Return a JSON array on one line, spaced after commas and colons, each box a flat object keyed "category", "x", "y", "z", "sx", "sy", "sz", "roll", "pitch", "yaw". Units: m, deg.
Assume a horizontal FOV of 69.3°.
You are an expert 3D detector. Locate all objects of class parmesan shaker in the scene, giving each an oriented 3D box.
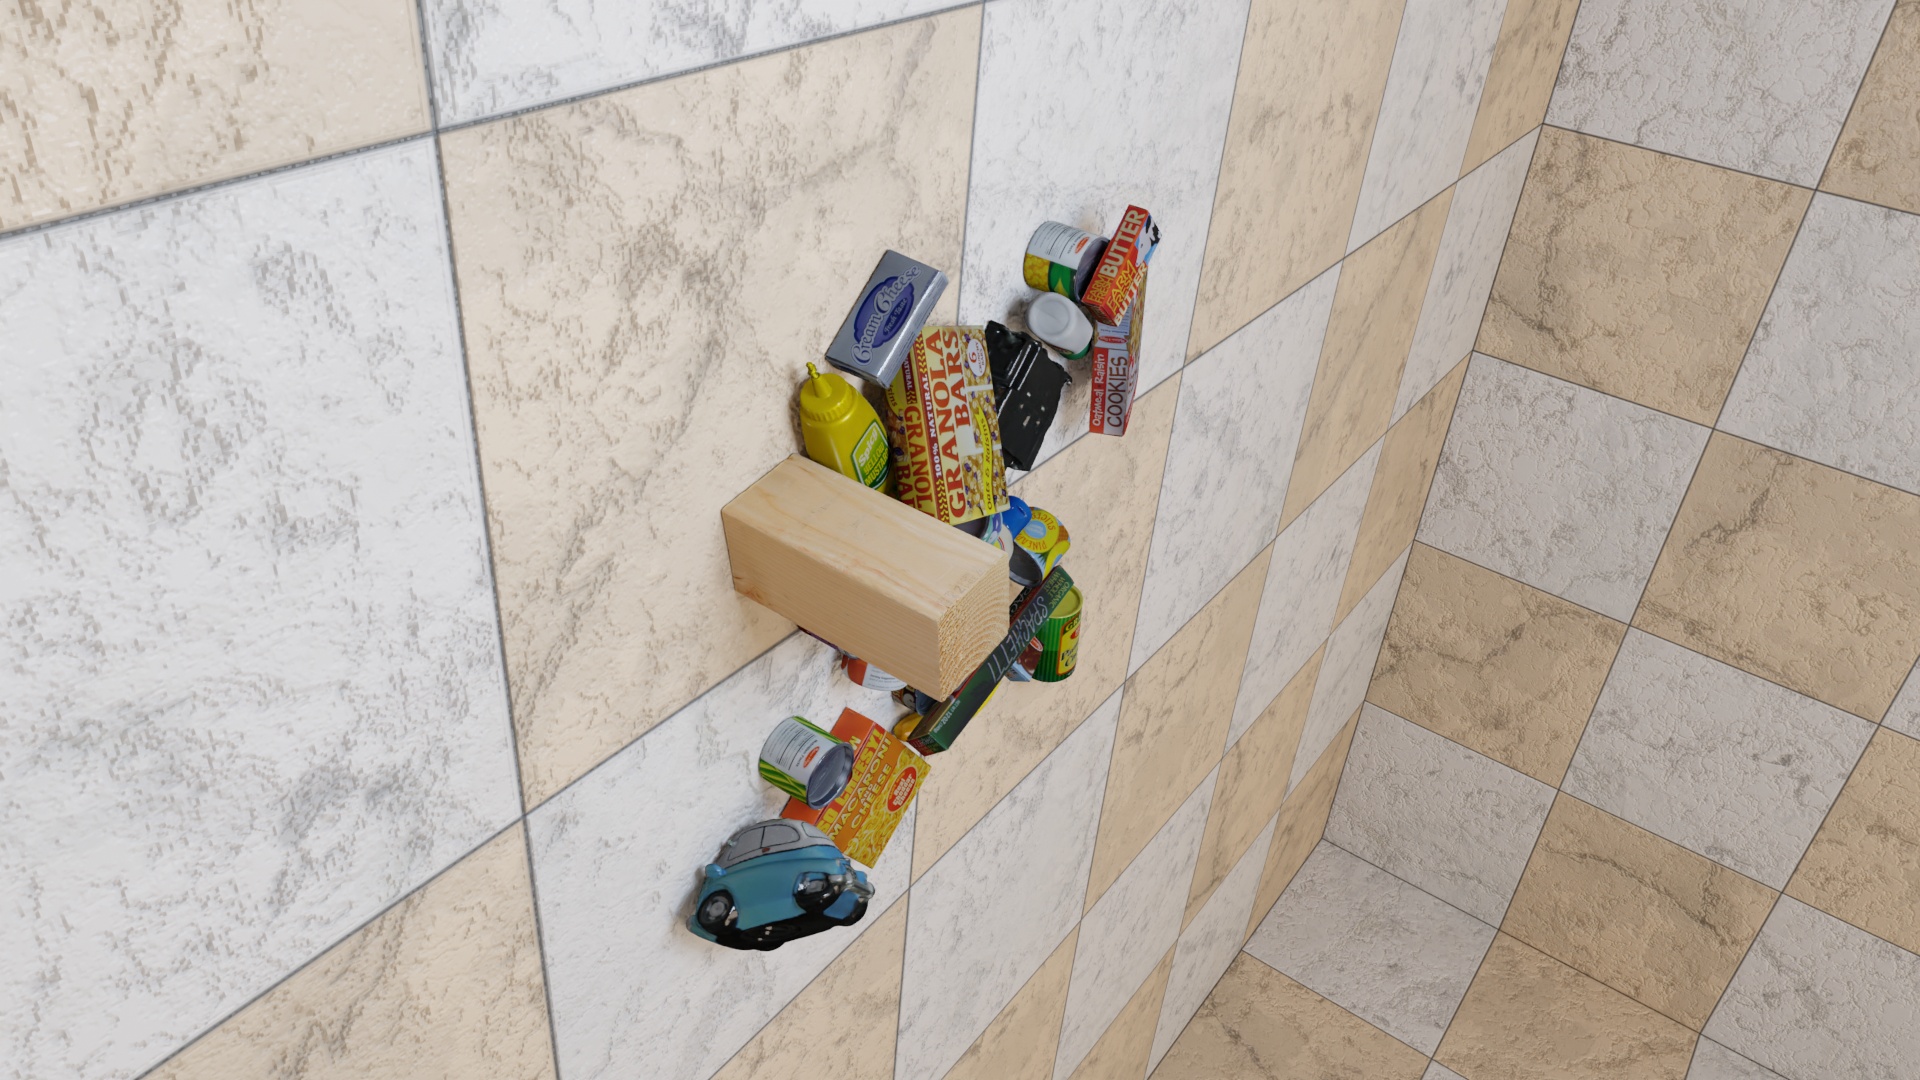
[{"category": "parmesan shaker", "x": 0.105, "y": 0.103, "z": 1.595, "sx": 0.072, "sy": 0.071, "sz": 0.102, "roll": -40, "pitch": 144, "yaw": -40}]

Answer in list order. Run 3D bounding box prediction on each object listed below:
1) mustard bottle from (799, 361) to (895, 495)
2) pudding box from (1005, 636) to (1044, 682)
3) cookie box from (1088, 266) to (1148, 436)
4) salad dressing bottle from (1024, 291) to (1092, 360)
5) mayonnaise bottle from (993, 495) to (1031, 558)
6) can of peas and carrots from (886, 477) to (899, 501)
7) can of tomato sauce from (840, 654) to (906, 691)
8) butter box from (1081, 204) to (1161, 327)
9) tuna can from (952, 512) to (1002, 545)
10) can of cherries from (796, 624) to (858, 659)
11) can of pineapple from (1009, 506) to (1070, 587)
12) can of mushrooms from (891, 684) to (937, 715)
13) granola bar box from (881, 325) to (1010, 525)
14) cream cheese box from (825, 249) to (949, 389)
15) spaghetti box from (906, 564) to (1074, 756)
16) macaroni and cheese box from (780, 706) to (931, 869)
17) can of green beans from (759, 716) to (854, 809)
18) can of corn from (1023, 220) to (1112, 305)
[{"category": "mustard bottle", "x": -0.095, "y": -0.087, "z": 1.101, "sx": 0.065, "sy": 0.049, "sz": 0.159, "roll": -60, "pitch": 153, "yaw": -23}, {"category": "pudding box", "x": 0.051, "y": 0.112, "z": 1.501, "sx": 0.083, "sy": 0.030, "sz": 0.050, "roll": 44, "pitch": 57, "yaw": -35}, {"category": "cookie box", "x": 0.163, "y": -0.208, "z": 1.420, "sx": 0.123, "sy": 0.040, "sz": 0.166, "roll": -70, "pitch": 164, "yaw": -49}, {"category": "salad dressing bottle", "x": 0.099, "y": -0.200, "z": 1.323, "sx": 0.044, "sy": 0.064, "sz": 0.148, "roll": -58, "pitch": 169, "yaw": 6}, {"category": "mayonnaise bottle", "x": 0.017, "y": 0.014, "z": 1.373, "sx": 0.149, "sy": 0.064, "sz": 0.041, "roll": -49, "pitch": -166, "yaw": -32}, {"category": "can of peas and carrots", "x": -0.051, "y": -0.033, "z": 1.212, "sx": 0.071, "sy": 0.059, "sz": 0.070, "roll": -41, "pitch": 144, "yaw": -39}, {"category": "can of tomato sauce", "x": -0.070, "y": 0.085, "z": 1.272, "sx": 0.071, "sy": 0.071, "sz": 0.082, "roll": -18, "pitch": 128, "yaw": -55}, {"category": "butter box", "x": 0.151, "y": -0.255, "z": 1.294, "sx": 0.103, "sy": 0.024, "sz": 0.053, "roll": -64, "pitch": 154, "yaw": -4}, {"category": "tuna can", "x": 0.005, "y": -0.016, "z": 1.313, "sx": 0.033, "sy": 0.071, "sz": 0.071, "roll": 20, "pitch": 95, "yaw": -63}, {"category": "can of cherries", "x": -0.101, "y": 0.059, "z": 1.201, "sx": 0.072, "sy": 0.058, "sz": 0.071, "roll": -40, "pitch": 144, "yaw": -38}, {"category": "can of pineapple", "x": 0.074, "y": 0.005, "z": 1.457, "sx": 0.058, "sy": 0.071, "sz": 0.070, "roll": -49, "pitch": 149, "yaw": -30}, {"category": "can of mushrooms", "x": -0.038, "y": 0.141, "z": 1.406, "sx": 0.071, "sy": 0.033, "sz": 0.070, "roll": -42, "pitch": 146, "yaw": -37}, {"category": "granola bar box", "x": -0.013, "y": -0.097, "z": 1.167, "sx": 0.124, "sy": 0.039, "sz": 0.165, "roll": -16, "pitch": 99, "yaw": -59}, {"category": "cream cheese box", "x": -0.057, "y": -0.174, "z": 1.091, "sx": 0.104, "sy": 0.053, "sz": 0.024, "roll": -61, "pitch": 154, "yaw": -8}, {"category": "spaghetti box", "x": 0.034, "y": 0.120, "z": 1.424, "sx": 0.251, "sy": 0.028, "sz": 0.050, "roll": -50, "pitch": -168, "yaw": -32}, {"category": "macaroni and cheese box", "x": -0.099, "y": 0.248, "z": 1.380, "sx": 0.124, "sy": 0.040, "sz": 0.166, "roll": -59, "pitch": 153, "yaw": -12}, {"category": "can of green beans", "x": -0.138, "y": 0.200, "z": 1.250, "sx": 0.071, "sy": 0.058, "sz": 0.071, "roll": -41, "pitch": 144, "yaw": -39}, {"category": "can of corn", "x": 0.101, "y": -0.257, "z": 1.296, "sx": 0.071, "sy": 0.058, "sz": 0.070, "roll": -41, "pitch": 145, "yaw": -38}]
